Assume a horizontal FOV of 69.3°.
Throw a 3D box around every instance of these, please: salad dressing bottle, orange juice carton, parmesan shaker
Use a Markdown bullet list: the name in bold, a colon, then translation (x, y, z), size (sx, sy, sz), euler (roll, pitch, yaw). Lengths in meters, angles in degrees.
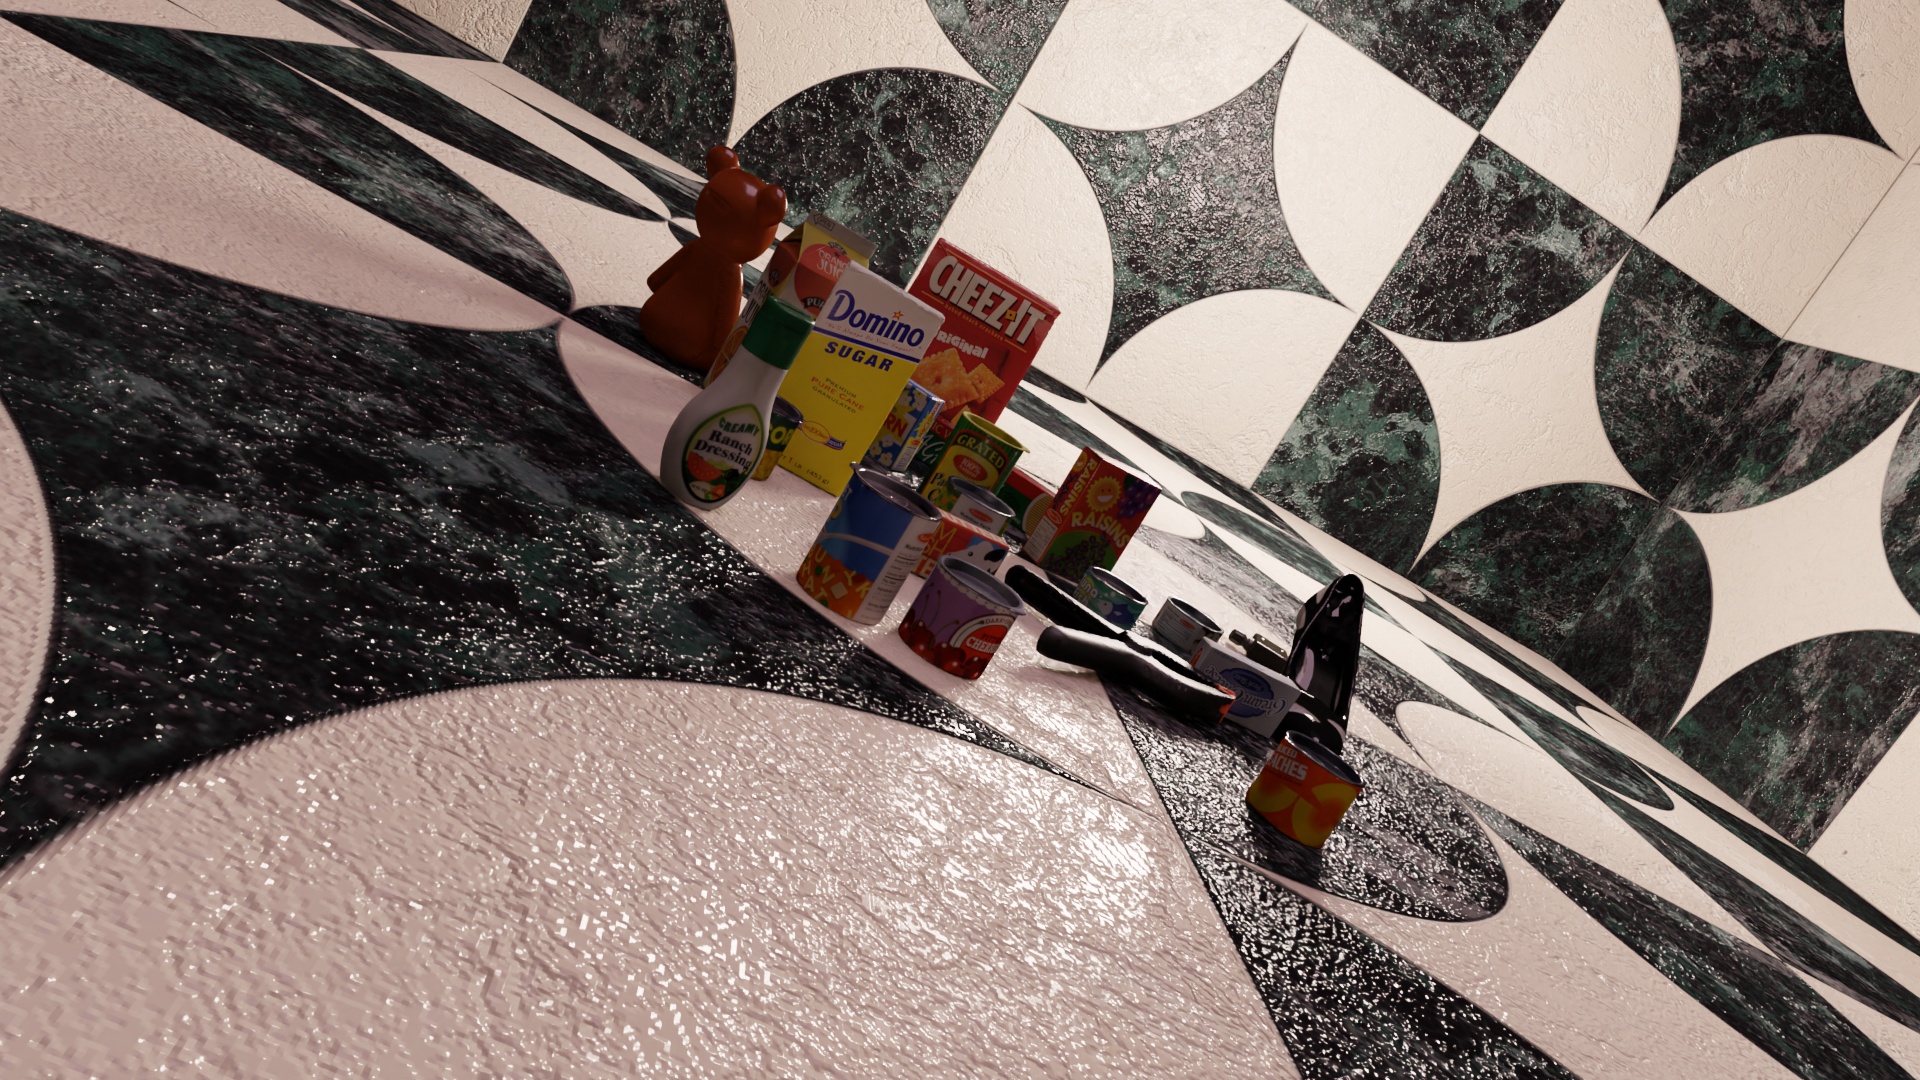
- **salad dressing bottle**: translation (-0.149, -0.093, 0.936), size (0.064, 0.147, 0.044), euler (22, 14, -36)
- **orange juice carton**: translation (-0.148, -0.194, 1.233), size (0.072, 0.192, 0.073), euler (24, 13, -29)
- **parmesan shaker**: translation (0.007, -0.055, 1.261), size (0.071, 0.103, 0.071), euler (30, 12, -7)

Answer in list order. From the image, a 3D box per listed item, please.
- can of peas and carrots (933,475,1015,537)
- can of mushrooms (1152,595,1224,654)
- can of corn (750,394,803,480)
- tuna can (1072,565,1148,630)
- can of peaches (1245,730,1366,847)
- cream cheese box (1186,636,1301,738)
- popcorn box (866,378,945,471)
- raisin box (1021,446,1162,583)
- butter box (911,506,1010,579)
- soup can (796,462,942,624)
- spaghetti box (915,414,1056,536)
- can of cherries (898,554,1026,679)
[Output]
- **can of peas and carrots**: translation (0.004, -0.015, 1.200), size (0.071, 0.058, 0.071), euler (29, 12, -7)
- **can of mushrooms**: translation (0.228, 0.087, 1.386), size (0.071, 0.033, 0.071), euler (29, 12, -7)
- **can of corn**: translation (-0.164, -0.086, 1.086), size (0.071, 0.058, 0.071), euler (29, 12, -7)
- **tuna can**: translation (0.139, 0.054, 1.308), size (0.071, 0.032, 0.071), euler (29, 12, -7)
- **can of peaches**: translation (0.248, 0.180, 1.008), size (0.071, 0.058, 0.071), euler (29, 12, -7)
- **cream cheese box**: translation (0.239, 0.128, 1.202), size (0.104, 0.053, 0.024), euler (26, 13, -22)
- **popcorn box**: translation (-0.090, -0.138, 1.400), size (0.127, 0.085, 0.038), euler (35, 12, 19)
- **raisin box**: translation (0.130, -0.021, 1.368), size (0.086, 0.123, 0.040), euler (24, 14, -32)
- **butter box**: translation (-0.018, 0.004, 1.085), size (0.103, 0.053, 0.024), euler (26, 13, -22)
- **soup can**: translation (-0.063, 0.002, 0.916), size (0.071, 0.083, 0.071), euler (30, 12, -7)
- **spaghetti box**: translation (0.023, -0.072, 1.492), size (0.250, 0.050, 0.029), euler (35, 13, 20)
- **can of cherries**: translation (0.002, 0.052, 0.928), size (0.071, 0.058, 0.071), euler (29, 12, -7)
